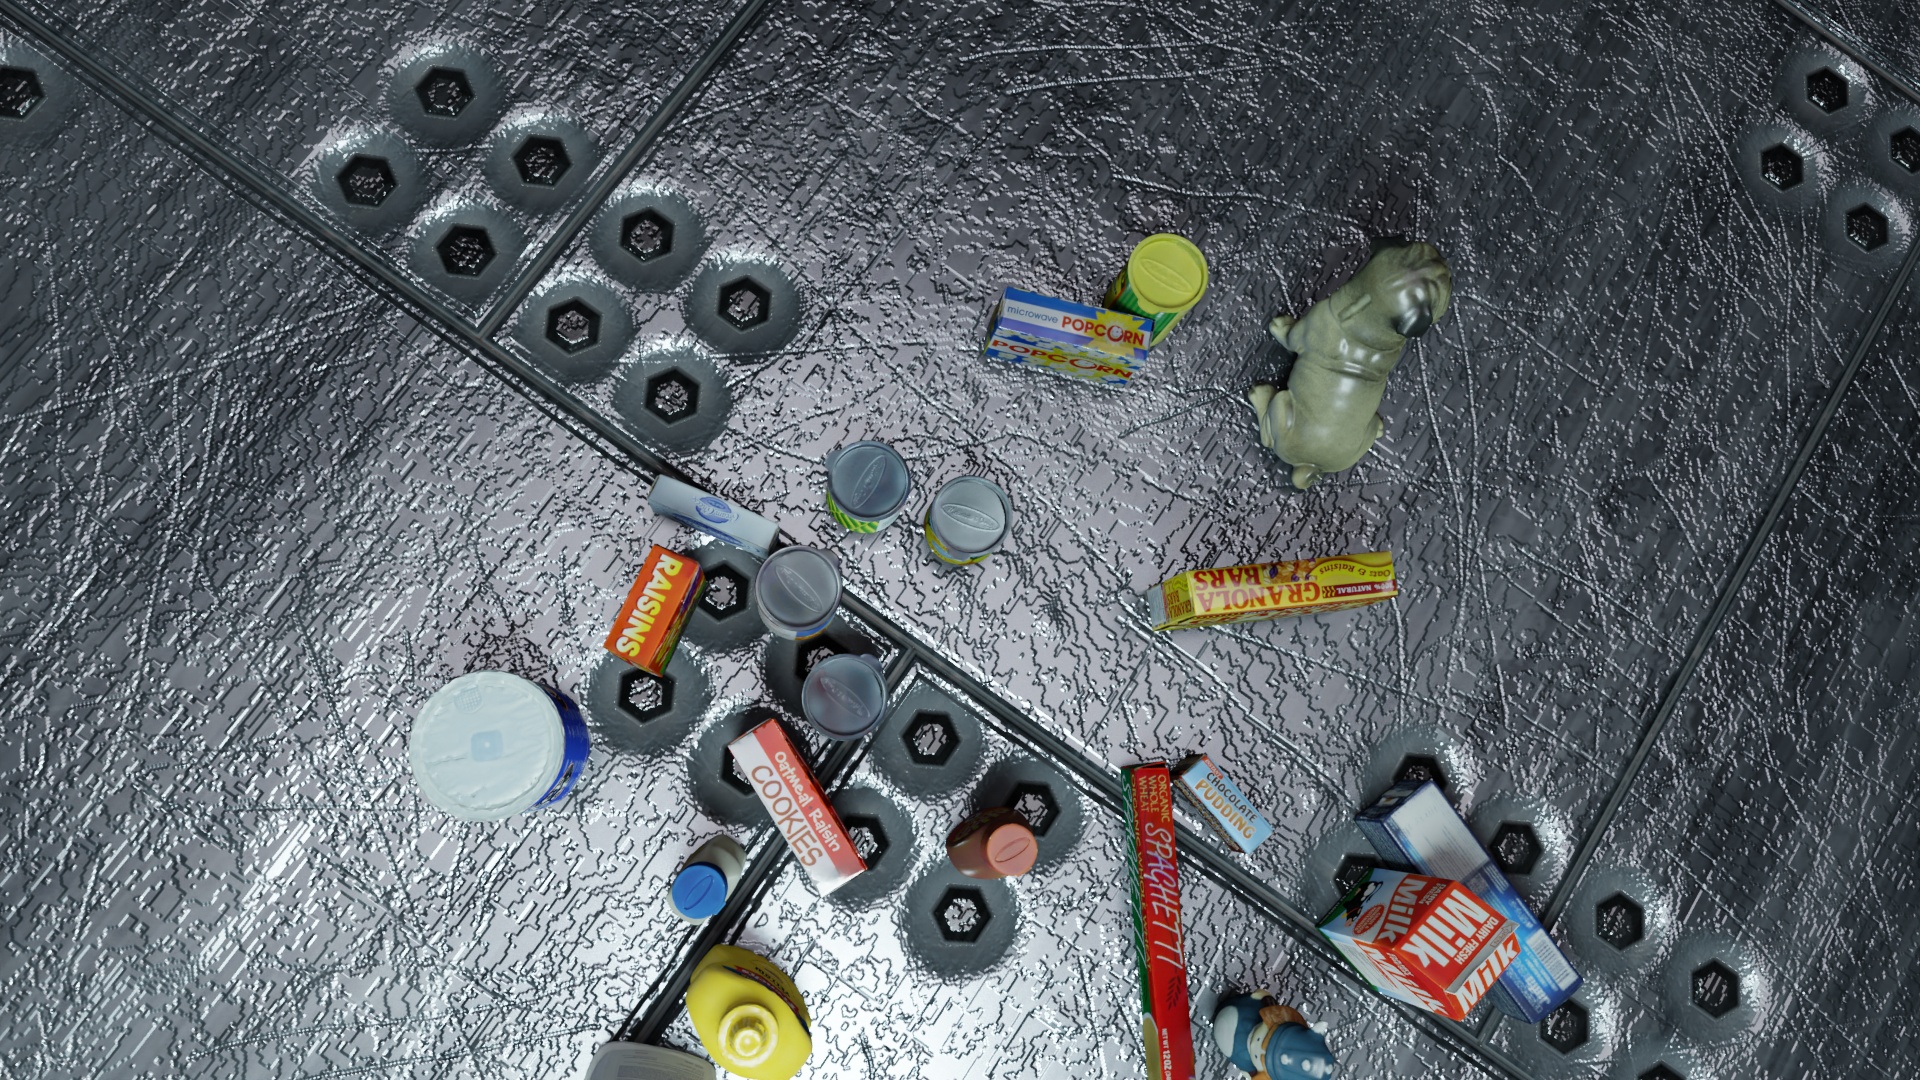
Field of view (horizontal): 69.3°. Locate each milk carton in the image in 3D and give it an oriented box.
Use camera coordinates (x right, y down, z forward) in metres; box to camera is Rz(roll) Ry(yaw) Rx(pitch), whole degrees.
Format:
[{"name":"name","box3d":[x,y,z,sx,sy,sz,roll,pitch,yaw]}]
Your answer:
[{"name":"milk carton","box3d":[0.350,0.303,1.050,0.072,0.190,0.073,-43,88,-12]}]

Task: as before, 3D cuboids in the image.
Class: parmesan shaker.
[{"name":"parmesan shaker","box3d":[0.158,-0.203,1.156,0.071,0.103,0.071,1,81,-7]}]

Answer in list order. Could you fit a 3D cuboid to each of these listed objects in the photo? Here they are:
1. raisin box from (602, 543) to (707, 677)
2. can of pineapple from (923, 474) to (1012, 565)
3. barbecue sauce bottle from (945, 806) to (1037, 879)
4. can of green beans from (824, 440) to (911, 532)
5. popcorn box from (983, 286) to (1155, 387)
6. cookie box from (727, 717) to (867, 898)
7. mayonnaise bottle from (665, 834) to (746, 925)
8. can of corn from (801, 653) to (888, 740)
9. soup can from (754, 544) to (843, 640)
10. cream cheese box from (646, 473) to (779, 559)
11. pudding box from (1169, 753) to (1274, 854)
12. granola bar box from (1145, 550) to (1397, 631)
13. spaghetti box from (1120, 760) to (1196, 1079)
[{"name":"raisin box","box3d":[-0.228,0.056,1.050,0.040,0.123,0.086,26,79,-3]},{"name":"can of pineapple","box3d":[0.004,-0.014,1.126,0.071,0.057,0.071,1,80,-7]},{"name":"barbecue sauce bottle","box3d":[0.027,0.228,1.041,0.065,0.148,0.043,-29,86,-11]},{"name":"can of green beans","box3d":[-0.075,-0.043,1.121,0.071,0.057,0.071,1,80,-7]},{"name":"popcorn box","box3d":[0.088,-0.167,1.150,0.127,0.085,0.038,12,80,-5]},{"name":"cookie box","box3d":[-0.120,0.192,1.018,0.040,0.167,0.123,-32,86,-11]},{"name":"mayonnaise bottle","box3d":[-0.186,0.248,1.010,0.041,0.148,0.065,40,78,0]},{"name":"can of corn","box3d":[-0.090,0.122,1.090,0.071,0.058,0.071,1,80,-7]},{"name":"soup can","box3d":[-0.125,0.041,1.087,0.071,0.083,0.071,1,81,-7]},{"name":"cream cheese box","box3d":[-0.195,-0.018,1.103,0.104,0.053,0.024,23,79,-3]},{"name":"pudding box","box3d":[0.209,0.211,1.119,0.030,0.049,0.084,-40,88,-12]},{"name":"granola bar box","box3d":[0.246,0.043,1.114,0.166,0.124,0.039,-5,82,-8]},{"name":"spaghetti box","box3d":[0.155,0.301,1.096,0.029,0.050,0.250,-3,81,-8]}]
